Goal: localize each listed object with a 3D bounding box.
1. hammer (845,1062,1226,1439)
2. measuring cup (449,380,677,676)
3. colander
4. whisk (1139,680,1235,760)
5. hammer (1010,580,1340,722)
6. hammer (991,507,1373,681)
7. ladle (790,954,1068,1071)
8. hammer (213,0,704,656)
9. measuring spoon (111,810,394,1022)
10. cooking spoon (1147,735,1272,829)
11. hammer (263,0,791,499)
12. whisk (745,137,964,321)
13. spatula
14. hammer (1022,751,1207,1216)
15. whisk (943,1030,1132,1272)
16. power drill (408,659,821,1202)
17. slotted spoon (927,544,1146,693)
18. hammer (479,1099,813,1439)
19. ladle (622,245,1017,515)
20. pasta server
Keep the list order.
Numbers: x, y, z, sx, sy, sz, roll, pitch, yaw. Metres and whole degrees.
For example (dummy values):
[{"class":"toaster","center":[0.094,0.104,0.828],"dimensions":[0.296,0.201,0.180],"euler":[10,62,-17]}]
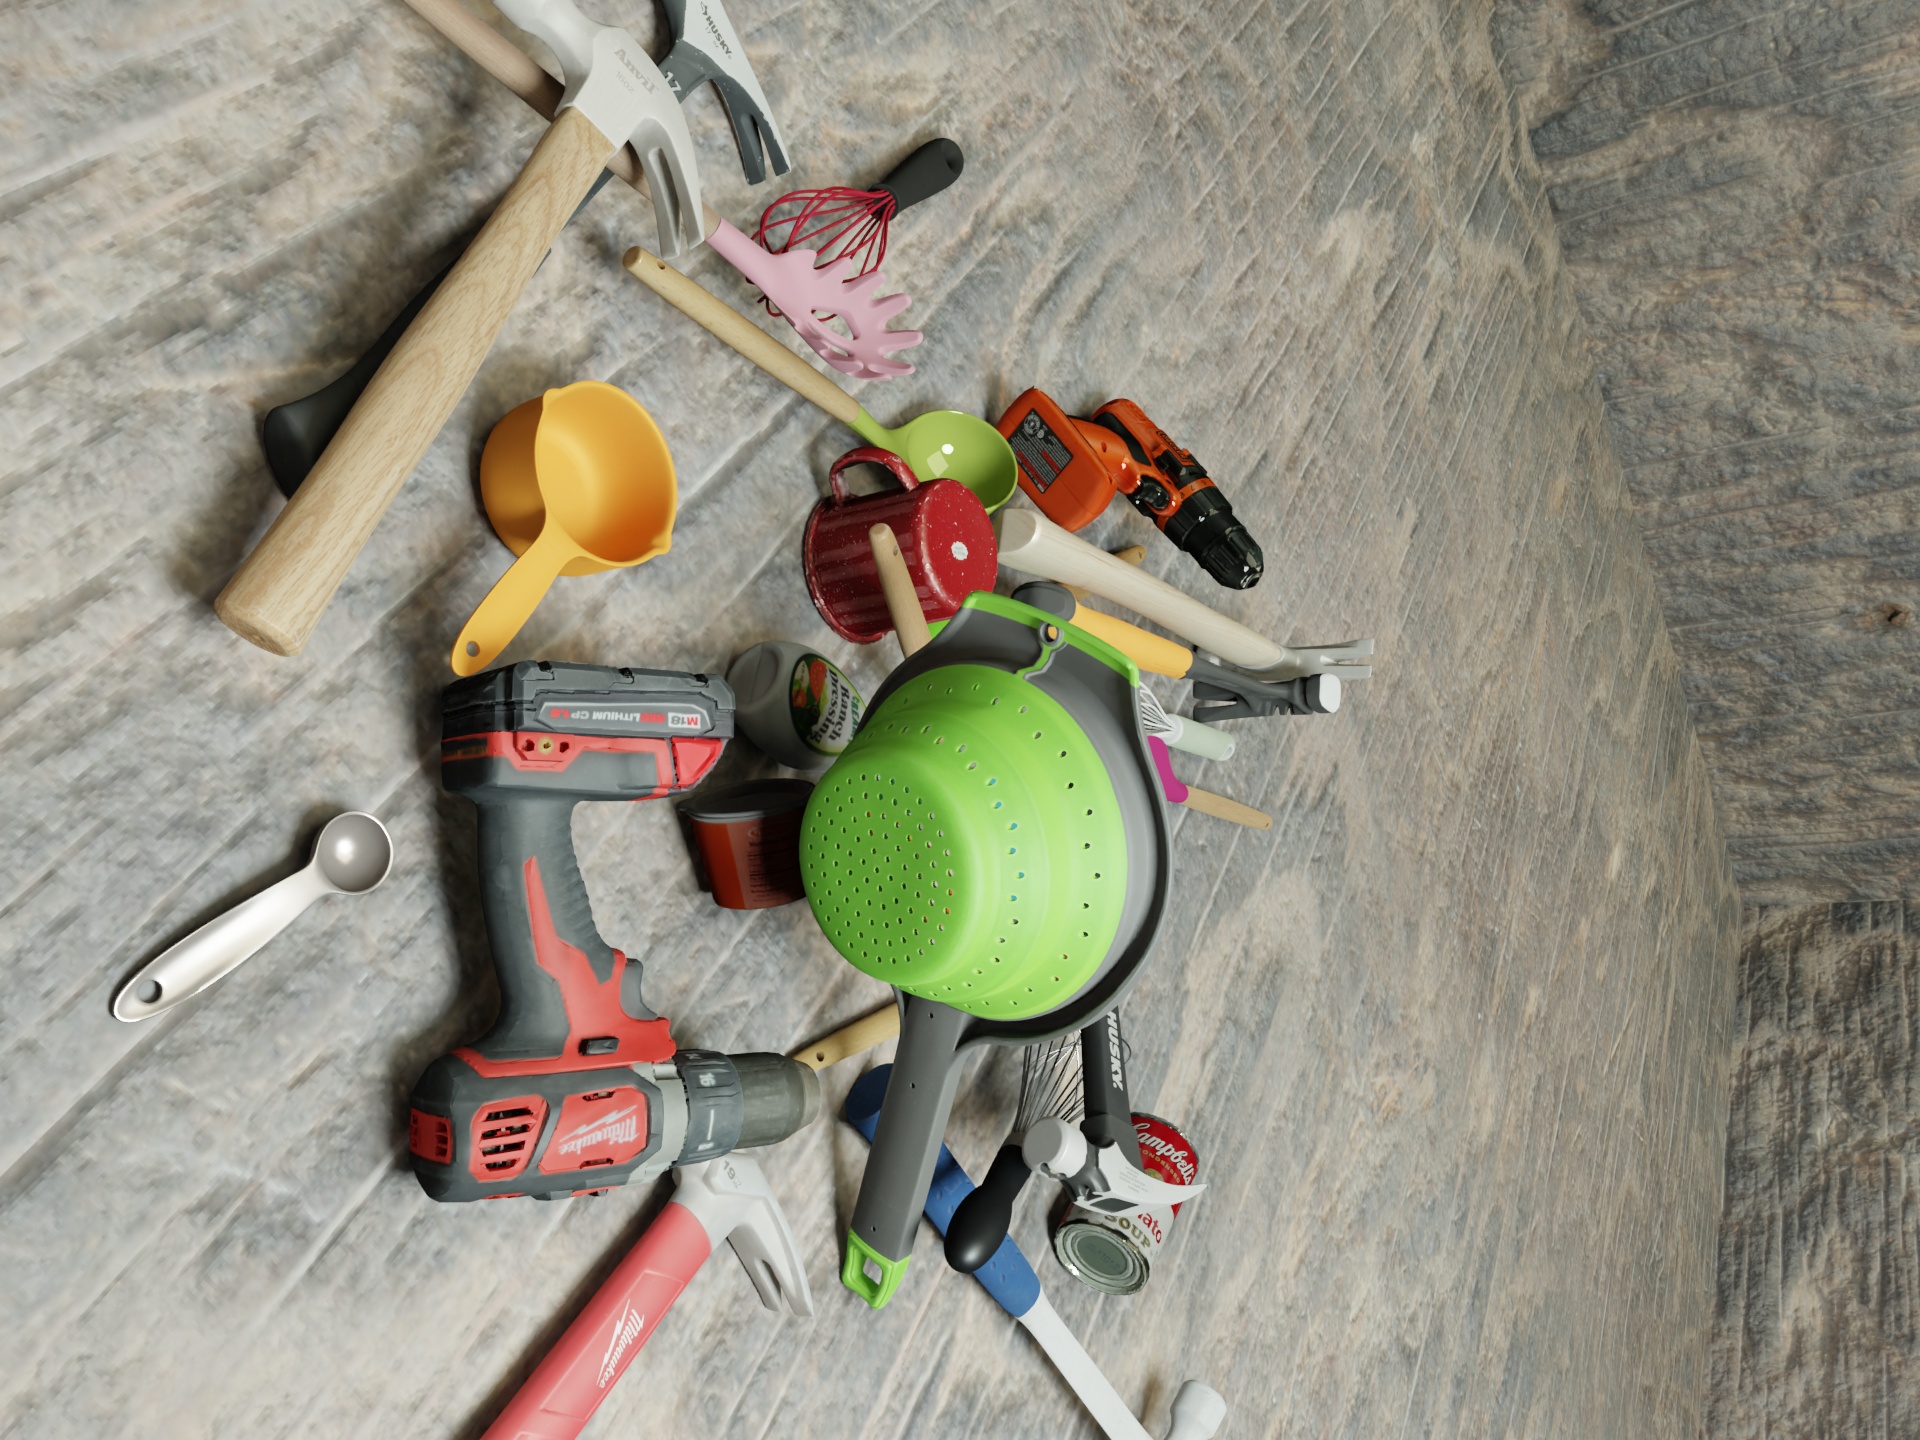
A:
[{"class":"hammer","center":[0.043,0.366,0.975],"dimensions":[0.144,0.035,0.405],"euler":[-49,121,-32]},{"class":"measuring cup","center":[-0.197,-0.081,0.725],"dimensions":[0.095,0.052,0.174],"euler":[55,45,-33]},{"class":"colander","center":[-0.028,0.137,0.781],"dimensions":[0.094,0.205,0.397],"euler":[-10,120,-51]},{"class":"whisk","center":[0.155,0.005,1.220],"dimensions":[0.058,0.059,0.246],"euler":[-54,149,13]},{"class":"hammer","center":[0.143,-0.045,1.153],"dimensions":[0.336,0.127,0.034],"euler":[16,75,-48]},{"class":"hammer","center":[0.157,-0.081,1.137],"dimensions":[0.410,0.146,0.038],"euler":[17,76,-54]},{"class":"ladle","center":[0.003,0.165,0.980],"dimensions":[0.315,0.031,0.069],"euler":[-13,78,-53]},{"class":"hammer","center":[-0.207,-0.168,0.670],"dimensions":[0.130,0.031,0.331],"euler":[41,59,-34]},{"class":"measuring spoon","center":[-0.275,0.076,0.618],"dimensions":[0.124,0.018,0.034],"euler":[-42,117,-43]},{"class":"cooking spoon","center":[0.183,0.061,1.247],"dimensions":[0.068,0.017,0.318],"euler":[-55,149,11]},{"class":"hammer","center":[-0.200,-0.239,0.769],"dimensions":[0.149,0.036,0.409],"euler":[56,43,-34]},{"class":"whisk","center":[-0.055,-0.311,0.974],"dimensions":[0.073,0.073,0.296],"euler":[65,31,-23]},{"class":"spatula","center":[-0.002,-0.003,0.949],"dimensions":[0.317,0.044,0.082],"euler":[71,34,-50]},{"class":"hammer","center":[0.088,0.149,1.009],"dimensions":[0.146,0.035,0.335],"euler":[37,38,-38]},{"class":"whisk","center":[0.044,0.241,0.946],"dimensions":[0.284,0.070,0.070],"euler":[-38,115,-66]},{"class":"power drill","center":[-0.146,0.094,0.711],"dimensions":[0.187,0.080,0.227],"euler":[4,82,-39]},{"class":"slotted spoon","center":[0.063,-0.085,1.119],"dimensions":[0.314,0.031,0.070],"euler":[-31,112,-54]},{"class":"hammer","center":[-0.191,0.333,0.660],"dimensions":[0.386,0.038,0.143],"euler":[-49,124,-48]},{"class":"ladle","center":[-0.068,-0.192,0.904],"dimensions":[0.320,0.062,0.078],"euler":[26,47,-55]},{"class":"pasta server","center":[-0.139,-0.262,0.784],"dimensions":[0.316,0.040,0.060],"euler":[32,61,-41]}]
